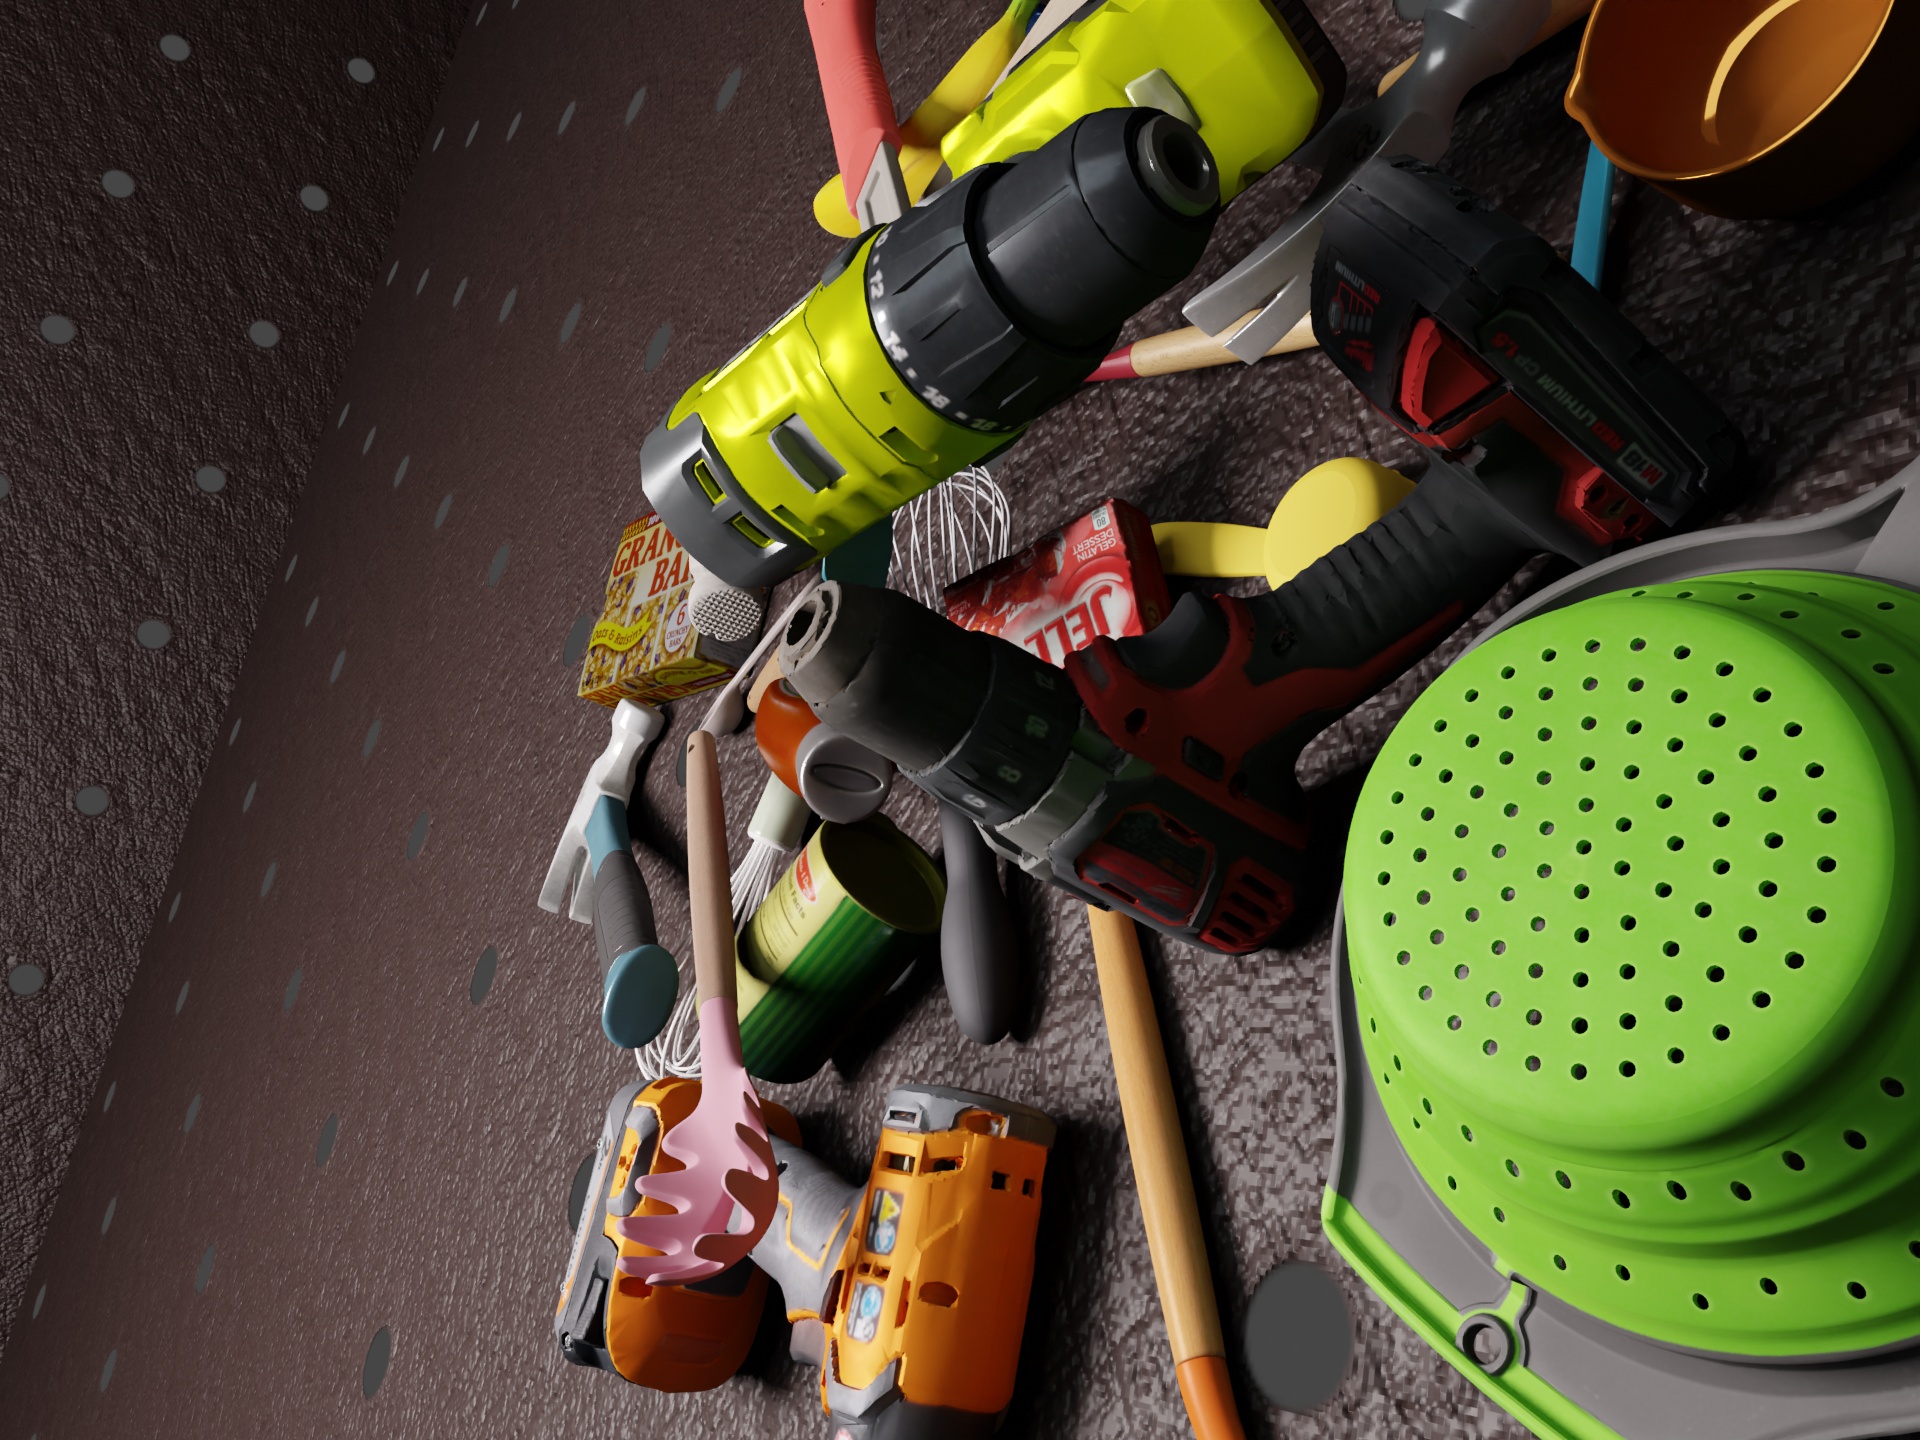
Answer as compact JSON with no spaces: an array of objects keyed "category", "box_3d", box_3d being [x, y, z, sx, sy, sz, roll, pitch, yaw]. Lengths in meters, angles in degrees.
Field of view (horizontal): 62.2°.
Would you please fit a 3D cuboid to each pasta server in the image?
[{"category":"pasta server","box_3d":[-0.105,0.094,0.643,0.060,0.040,0.317,-41,32,17]}]

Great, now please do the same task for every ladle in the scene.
[{"category":"ladle","box_3d":[0.089,-0.145,0.624,0.315,0.069,0.031,1,97,50]}]

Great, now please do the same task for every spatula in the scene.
[{"category":"spatula","box_3d":[0.061,0.167,0.477,0.081,0.041,0.323,-44,38,34]},{"category":"spatula","box_3d":[-0.072,-0.050,0.723,0.317,0.044,0.082,141,137,-67]}]

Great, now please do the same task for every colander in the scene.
[{"category":"colander","box_3d":[0.191,-0.031,0.331,0.205,0.094,0.397,34,96,47]}]

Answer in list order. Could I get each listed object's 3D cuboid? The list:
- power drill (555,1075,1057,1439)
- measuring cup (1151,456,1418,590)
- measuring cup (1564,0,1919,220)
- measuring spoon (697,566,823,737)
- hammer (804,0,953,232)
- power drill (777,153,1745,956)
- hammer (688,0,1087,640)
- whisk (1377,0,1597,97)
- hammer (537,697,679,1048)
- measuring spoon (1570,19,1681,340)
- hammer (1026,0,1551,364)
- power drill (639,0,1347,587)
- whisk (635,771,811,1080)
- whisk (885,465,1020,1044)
[{"category":"power drill","box_3d":[-0.064,0.217,0.597,0.226,0.084,0.164,-10,62,49]},{"category":"measuring cup","box_3d":[0.100,-0.066,0.572,0.157,0.029,0.062,12,81,57]},{"category":"measuring cup","box_3d":[0.222,-0.223,0.445,0.095,0.052,0.174,-19,65,50]},{"category":"measuring spoon","box_3d":[-0.103,-0.036,0.876,0.124,0.018,0.034,-50,13,15]},{"category":"hammer","box_3d":[-0.049,-0.266,0.752,0.149,0.036,0.359,-49,34,30]},{"category":"power drill","box_3d":[0.077,-0.043,0.451,0.226,0.187,0.080,-50,30,20]},{"category":"hammer","box_3d":[-0.025,-0.222,0.759,0.410,0.038,0.146,-49,33,32]},{"category":"whisk","box_3d":[0.225,-0.252,0.492,0.245,0.051,0.047,-20,61,54]},{"category":"hammer","box_3d":[-0.181,0.084,0.840,0.128,0.033,0.331,-65,20,6]},{"category":"measuring spoon","box_3d":[0.207,-0.168,0.492,0.042,0.021,0.128,112,168,-86]},{"category":"hammer","box_3d":[0.084,-0.265,0.678,0.144,0.035,0.406,-53,29,14]},{"category":"power drill","box_3d":[0.025,-0.143,0.457,0.190,0.080,0.229,-24,23,47]},{"category":"whisk","box_3d":[-0.095,0.066,0.775,0.059,0.057,0.246,21,84,24]},{"category":"whisk","box_3d":[-0.001,-0.002,0.666,0.070,0.070,0.285,-35,49,41]}]
